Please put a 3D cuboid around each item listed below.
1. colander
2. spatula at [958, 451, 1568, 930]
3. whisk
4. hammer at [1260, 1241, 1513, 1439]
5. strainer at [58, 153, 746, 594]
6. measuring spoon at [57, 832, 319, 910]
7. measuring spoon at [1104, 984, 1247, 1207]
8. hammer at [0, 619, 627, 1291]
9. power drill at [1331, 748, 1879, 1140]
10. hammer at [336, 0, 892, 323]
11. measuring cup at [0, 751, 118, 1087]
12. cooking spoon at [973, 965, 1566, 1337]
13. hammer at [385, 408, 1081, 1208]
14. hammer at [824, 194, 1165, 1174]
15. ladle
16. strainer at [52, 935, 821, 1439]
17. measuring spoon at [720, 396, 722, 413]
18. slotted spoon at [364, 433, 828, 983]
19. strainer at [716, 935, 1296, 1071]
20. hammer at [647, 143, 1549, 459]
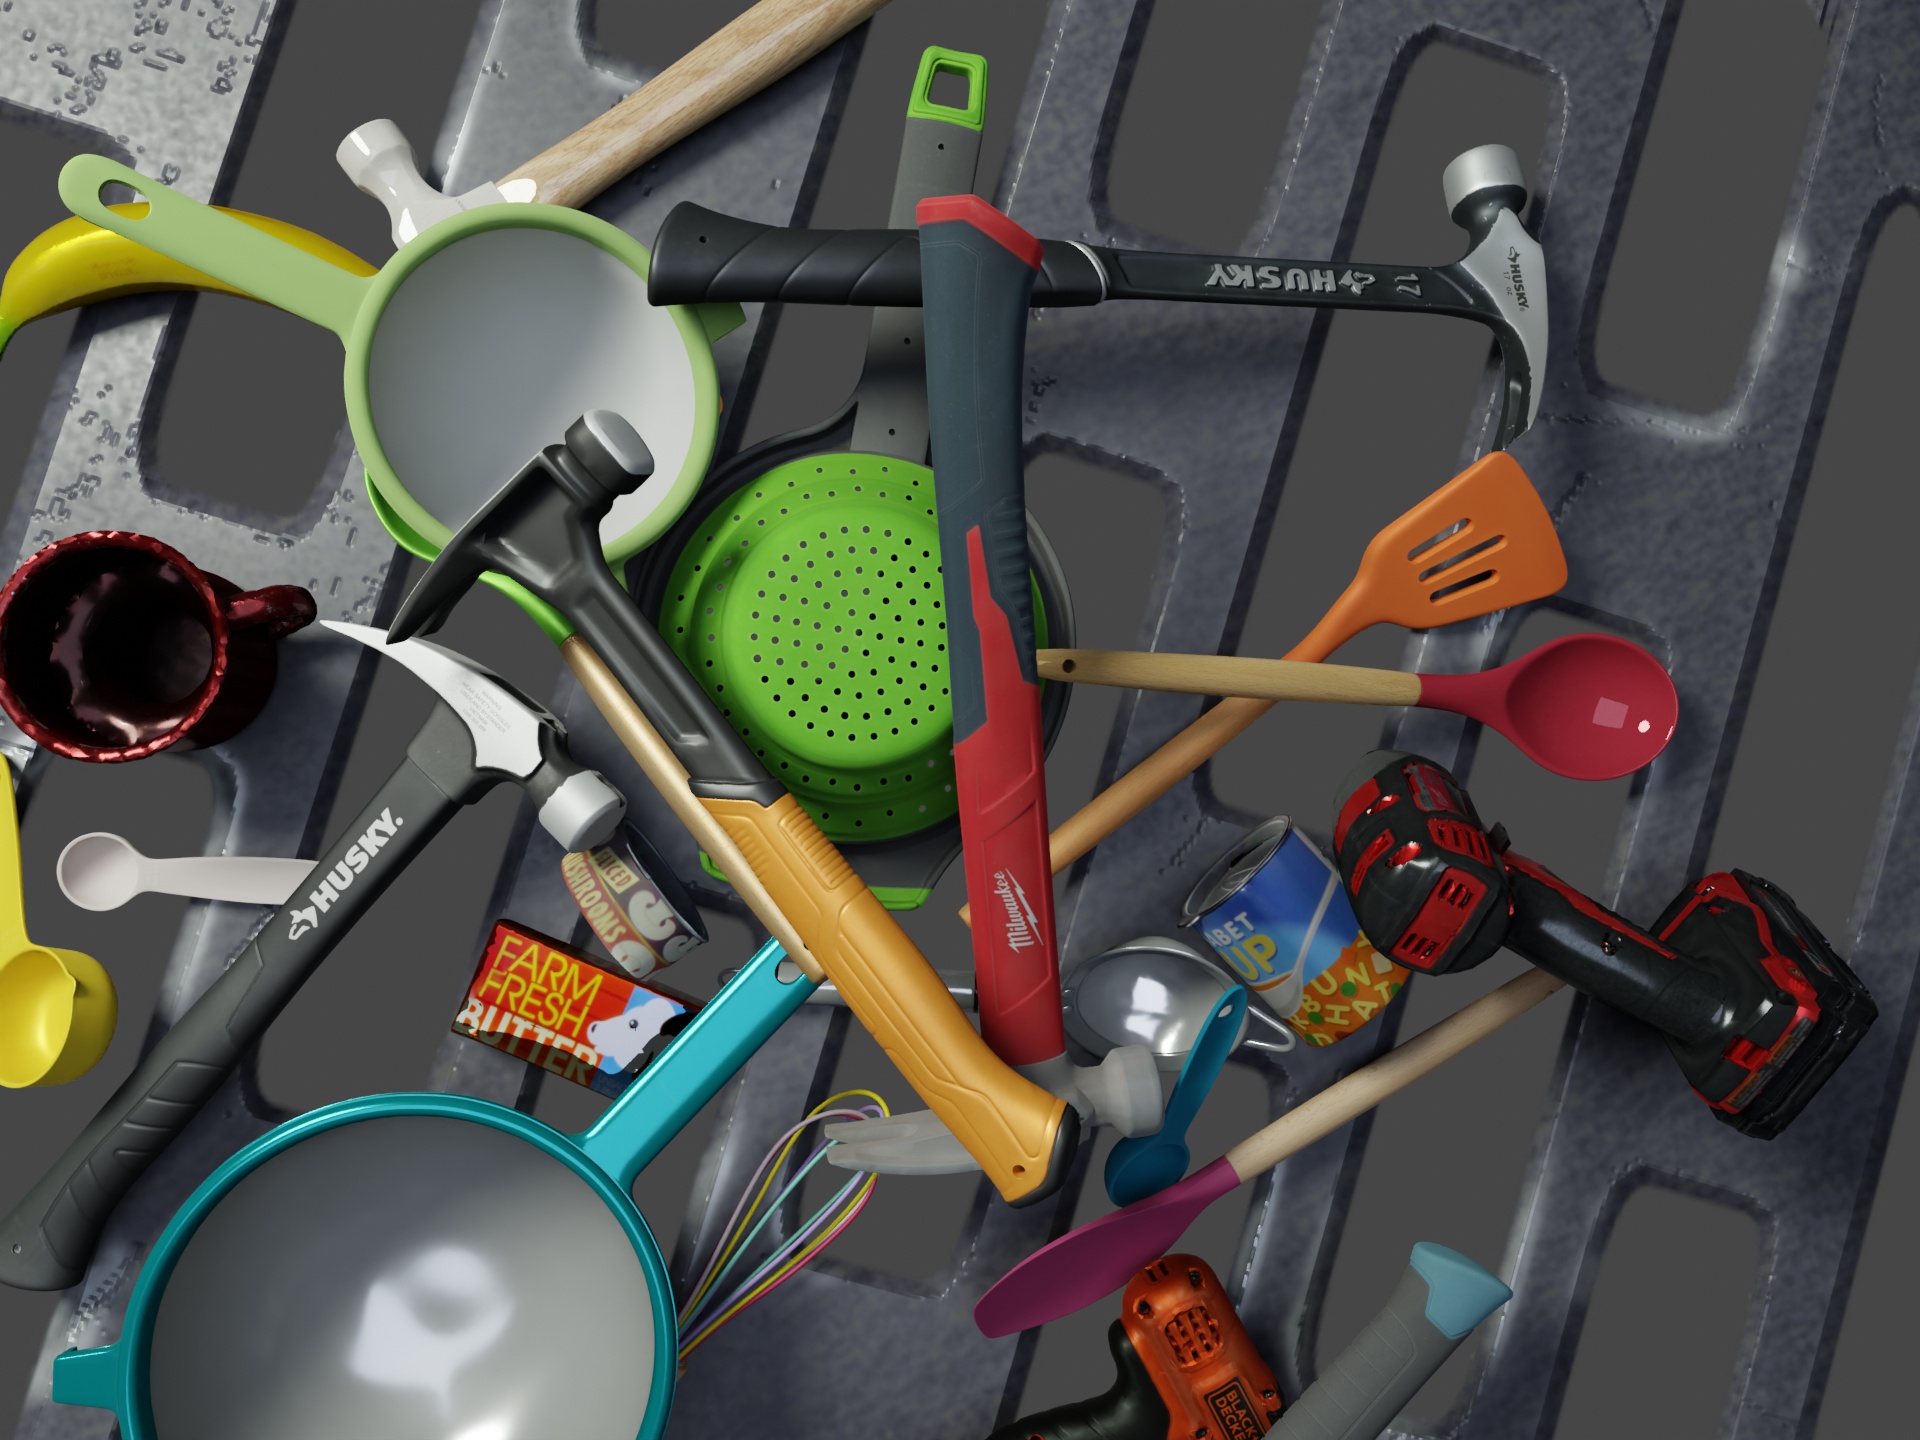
[{"bbox_3d":[-0.032,-0.114,0.692,0.204,0.094,0.397,10,87,-5],"label":"colander"},{"bbox_3d":[0.133,-0.003,0.729,0.322,0.041,0.081,-37,116,-4],"label":"spatula"},{"bbox_3d":[-0.114,0.260,0.703,0.047,0.051,0.245,41,89,18],"label":"whisk"},{"bbox_3d":[0.105,0.347,0.663,0.128,0.033,0.331,45,86,-6],"label":"hammer"},{"bbox_3d":[-0.226,-0.153,0.647,0.256,0.069,0.151,23,86,-26],"label":"strainer"},{"bbox_3d":[-0.329,0.068,0.702,0.124,0.018,0.034,5,95,-12],"label":"measuring spoon"},{"bbox_3d":[0.095,0.163,0.706,0.042,0.021,0.128,4,119,-32],"label":"measuring spoon"},{"bbox_3d":[-0.300,0.108,0.671,0.146,0.035,0.335,42,93,10],"label":"hammer"},{"bbox_3d":[0.264,0.083,0.695,0.219,0.143,0.078,24,113,-7],"label":"power drill"},{"bbox_3d":[-0.107,-0.293,0.724,0.331,0.031,0.130,-36,91,-6],"label":"hammer"},{"bbox_3d":[-0.392,0.081,0.675,0.062,0.029,0.157,-31,65,16],"label":"measuring cup"},{"bbox_3d":[0.146,0.192,0.728,0.319,0.068,0.017,-28,46,-8],"label":"cooking spoon"},{"bbox_3d":[-0.076,0.050,0.608,0.127,0.034,0.337,-39,89,19],"label":"hammer"},{"bbox_3d":[-0.001,-0.002,0.623,0.143,0.038,0.386,-7,106,-7],"label":"hammer"},{"bbox_3d":[0.180,-0.014,0.712,0.315,0.031,0.069,4,92,-16],"label":"ladle"},{"bbox_3d":[-0.179,0.208,0.671,0.211,0.095,0.340,45,81,-5],"label":"strainer"},{"bbox_3d":[-0.150,-0.107,0.726,0.021,0.011,0.117,41,89,0],"label":"measuring spoon"},{"bbox_3d":[-0.151,-0.014,0.675,0.070,0.031,0.314,-33,75,-26],"label":"slotted spoon"},{"bbox_3d":[0.019,0.120,0.716,0.258,0.050,0.086,3,131,0],"label":"strainer"},{"bbox_3d":[0.072,-0.187,0.687,0.409,0.036,0.149,-2,73,-14],"label":"hammer"}]
